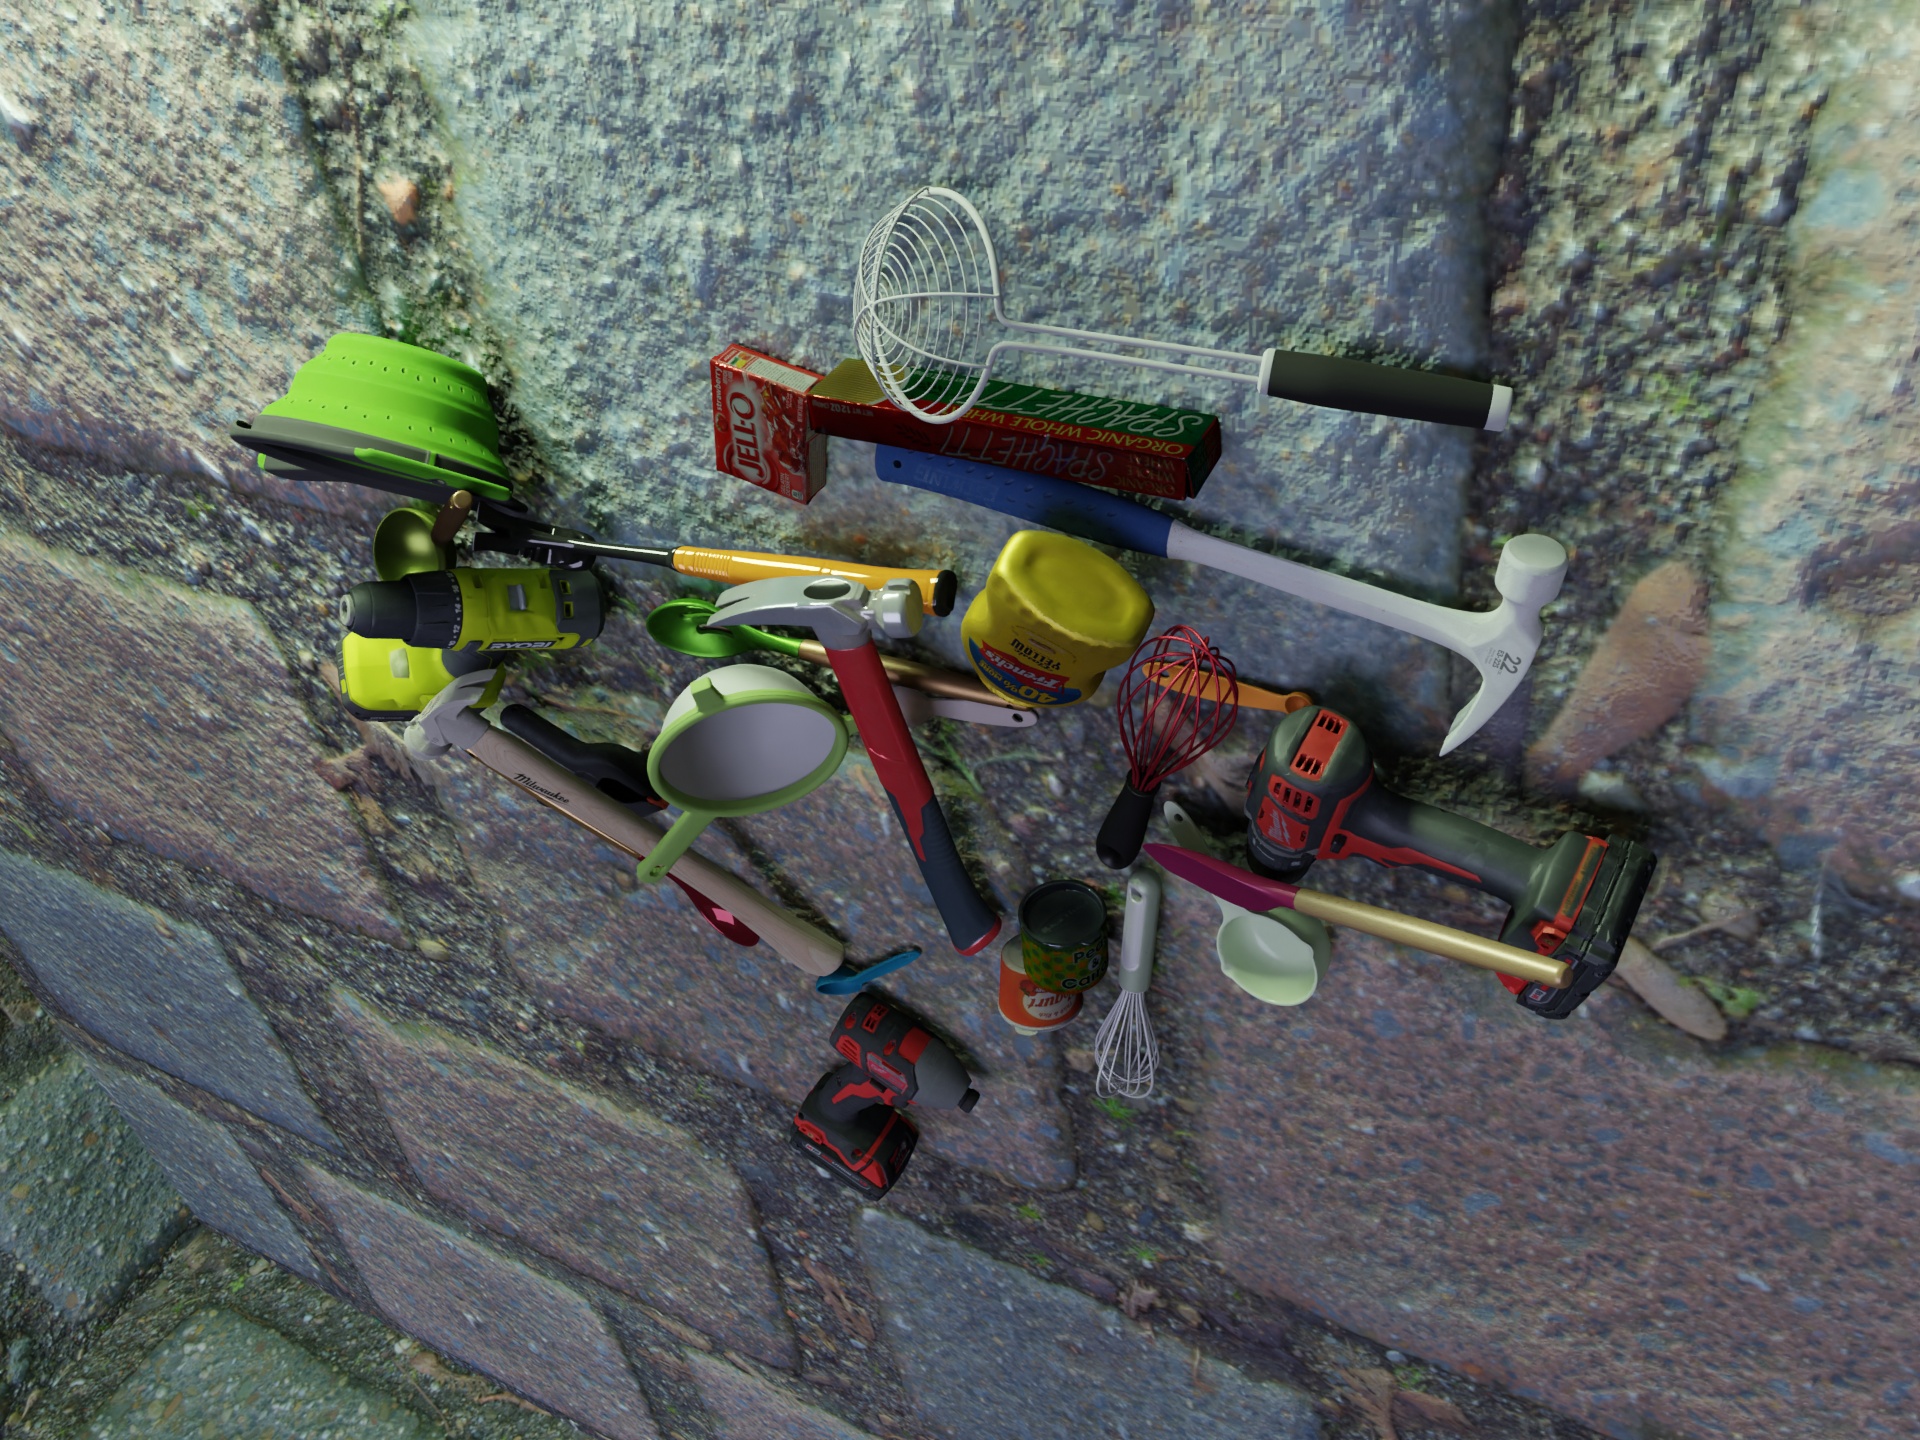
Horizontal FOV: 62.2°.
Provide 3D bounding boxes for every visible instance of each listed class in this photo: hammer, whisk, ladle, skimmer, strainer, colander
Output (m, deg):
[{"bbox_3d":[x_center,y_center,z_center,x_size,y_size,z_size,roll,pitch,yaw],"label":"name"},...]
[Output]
[{"bbox_3d":[0.133,-0.098,0.933,0.406,0.035,0.144,21,137,19],"label":"hammer"},{"bbox_3d":[-0.053,0.046,1.149,0.143,0.038,0.385,0,138,19],"label":"hammer"},{"bbox_3d":[0.122,0.031,1.022,0.073,0.073,0.295,29,153,10],"label":"whisk"},{"bbox_3d":[-0.306,0.105,1.411,0.315,0.031,0.069,35,142,-13],"label":"ladle"},{"bbox_3d":[-0.258,0.097,1.322,0.410,0.038,0.146,36,145,-22],"label":"hammer"},{"bbox_3d":[-0.397,-0.138,1.183,0.320,0.062,0.078,-3,102,68],"label":"ladle"},{"bbox_3d":[0.108,-0.203,0.855,0.363,0.090,0.127,12,114,13],"label":"skimmer"},{"bbox_3d":[-0.192,0.035,1.226,0.151,0.069,0.256,10,139,-35],"label":"strainer"},{"bbox_3d":[0.131,0.205,1.211,0.058,0.059,0.246,37,141,37],"label":"whisk"},{"bbox_3d":[-0.452,-0.226,1.197,0.204,0.094,0.397,14,179,-39],"label":"colander"},{"bbox_3d":[-0.165,-0.108,1.089,0.337,0.127,0.034,9,91,19],"label":"hammer"}]

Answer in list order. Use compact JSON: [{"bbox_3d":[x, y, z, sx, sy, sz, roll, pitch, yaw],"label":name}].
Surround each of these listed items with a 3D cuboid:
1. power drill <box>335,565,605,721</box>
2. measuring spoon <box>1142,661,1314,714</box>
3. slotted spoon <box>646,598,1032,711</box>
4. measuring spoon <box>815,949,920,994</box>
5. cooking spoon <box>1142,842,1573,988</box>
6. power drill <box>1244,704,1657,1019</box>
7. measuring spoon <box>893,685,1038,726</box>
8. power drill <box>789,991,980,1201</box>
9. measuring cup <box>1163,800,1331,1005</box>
[{"bbox_3d":[-0.412,-0.064,1.259,0.228,0.190,0.080,-23,74,51],"label":"power drill"},{"bbox_3d":[0.168,-0.022,1.001,0.117,0.011,0.021,15,134,30],"label":"measuring spoon"},{"bbox_3d":[-0.091,-0.045,1.153,0.314,0.031,0.070,13,152,23],"label":"slotted spoon"},{"bbox_3d":[-0.080,0.214,1.396,0.042,0.021,0.128,19,145,-40],"label":"measuring spoon"},{"bbox_3d":[0.227,0.115,0.966,0.068,0.017,0.319,42,163,-33],"label":"cooking spoon"},{"bbox_3d":[0.276,0.090,0.962,0.227,0.080,0.187,26,156,15],"label":"power drill"},{"bbox_3d":[-0.002,-0.004,1.133,0.124,0.018,0.034,5,130,32],"label":"measuring spoon"},{"bbox_3d":[-0.070,0.351,1.475,0.143,0.078,0.219,32,137,6],"label":"power drill"},{"bbox_3d":[0.195,0.118,1.097,0.083,0.038,0.167,-28,96,48],"label":"measuring cup"}]
